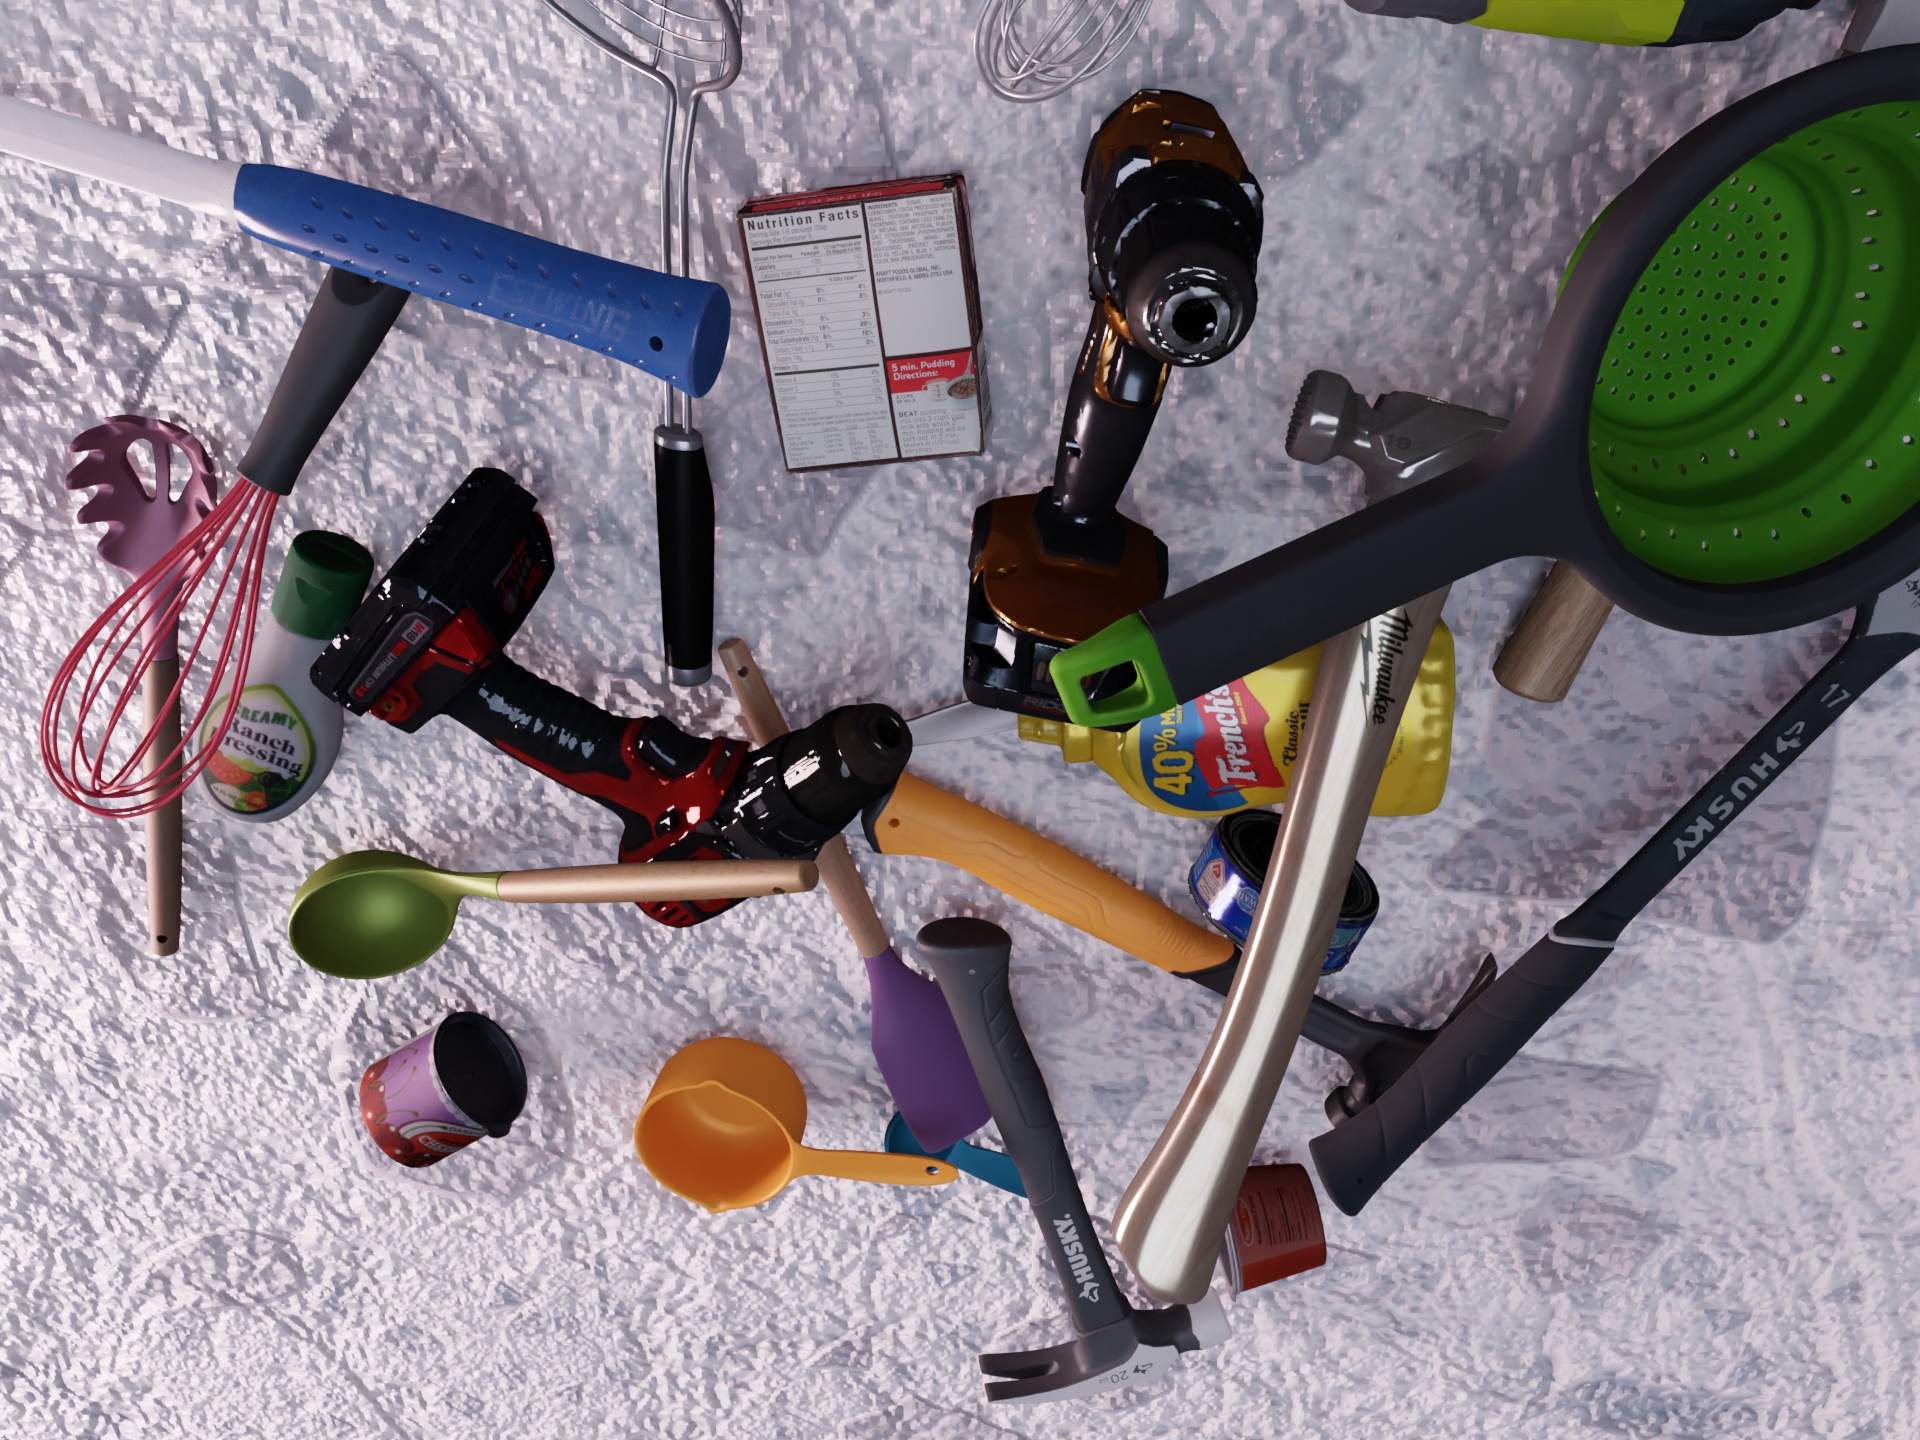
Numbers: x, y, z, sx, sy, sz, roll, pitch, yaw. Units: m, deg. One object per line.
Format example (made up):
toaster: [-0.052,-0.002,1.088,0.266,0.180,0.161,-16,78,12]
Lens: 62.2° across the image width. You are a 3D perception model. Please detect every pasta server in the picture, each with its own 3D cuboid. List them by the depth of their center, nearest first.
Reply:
pasta server: [-0.386,-0.005,0.763,0.060,0.040,0.316,8,121,-14]

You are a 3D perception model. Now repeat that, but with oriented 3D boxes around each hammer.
hammer: [-0.279,-0.206,0.600,0.405,0.035,0.144,18,118,7]
hammer: [0.310,-0.149,0.646,0.130,0.031,0.331,17,119,-6]
hammer: [0.158,0.069,0.685,0.146,0.038,0.410,15,103,0]
hammer: [0.310,0.089,0.748,0.149,0.036,0.409,33,108,-17]
hammer: [0.106,0.105,0.798,0.336,0.034,0.127,27,118,-11]
hammer: [0.040,0.245,0.864,0.146,0.035,0.334,-20,116,-1]

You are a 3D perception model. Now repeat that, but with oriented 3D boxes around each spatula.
spatula: [-0.051,0.095,0.808,0.060,0.018,0.315,-28,115,-11]

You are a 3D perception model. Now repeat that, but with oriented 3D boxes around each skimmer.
skimmer: [-0.137,-0.162,0.631,0.127,0.090,0.363,27,129,31]

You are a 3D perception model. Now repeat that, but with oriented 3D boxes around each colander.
colander: [0.209,-0.107,0.571,0.397,0.095,0.204,-24,124,2]

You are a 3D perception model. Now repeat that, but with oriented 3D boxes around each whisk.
whisk: [0.092,-0.320,0.556,0.246,0.058,0.059,-47,142,20]
whisk: [-0.304,-0.085,0.675,0.073,0.073,0.296,30,99,-13]

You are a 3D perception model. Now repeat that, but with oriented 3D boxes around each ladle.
ladle: [-0.194,0.087,0.729,0.320,0.062,0.078,-6,146,35]

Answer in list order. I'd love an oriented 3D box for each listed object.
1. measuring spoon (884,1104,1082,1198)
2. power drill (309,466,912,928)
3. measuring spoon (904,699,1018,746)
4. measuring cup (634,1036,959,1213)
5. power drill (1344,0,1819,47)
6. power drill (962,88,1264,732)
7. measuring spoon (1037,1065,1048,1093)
measuring spoon: [0.013,0.246,0.895,0.128,0.021,0.042,26,96,-21]
power drill: [-0.147,-0.006,0.701,0.226,0.080,0.188,39,135,-19]
measuring spoon: [-0.001,-0.002,0.759,0.124,0.018,0.034,-13,116,2]
measuring cup: [-0.085,0.218,0.858,0.173,0.052,0.095,6,119,3]
power drill: [0.223,-0.335,0.502,0.171,0.080,0.223,2,115,-11]
power drill: [0.059,-0.106,0.599,0.084,0.185,0.226,11,122,-5]
measuring spoon: [0.023,0.170,0.855,0.021,0.011,0.116,-23,119,3]
